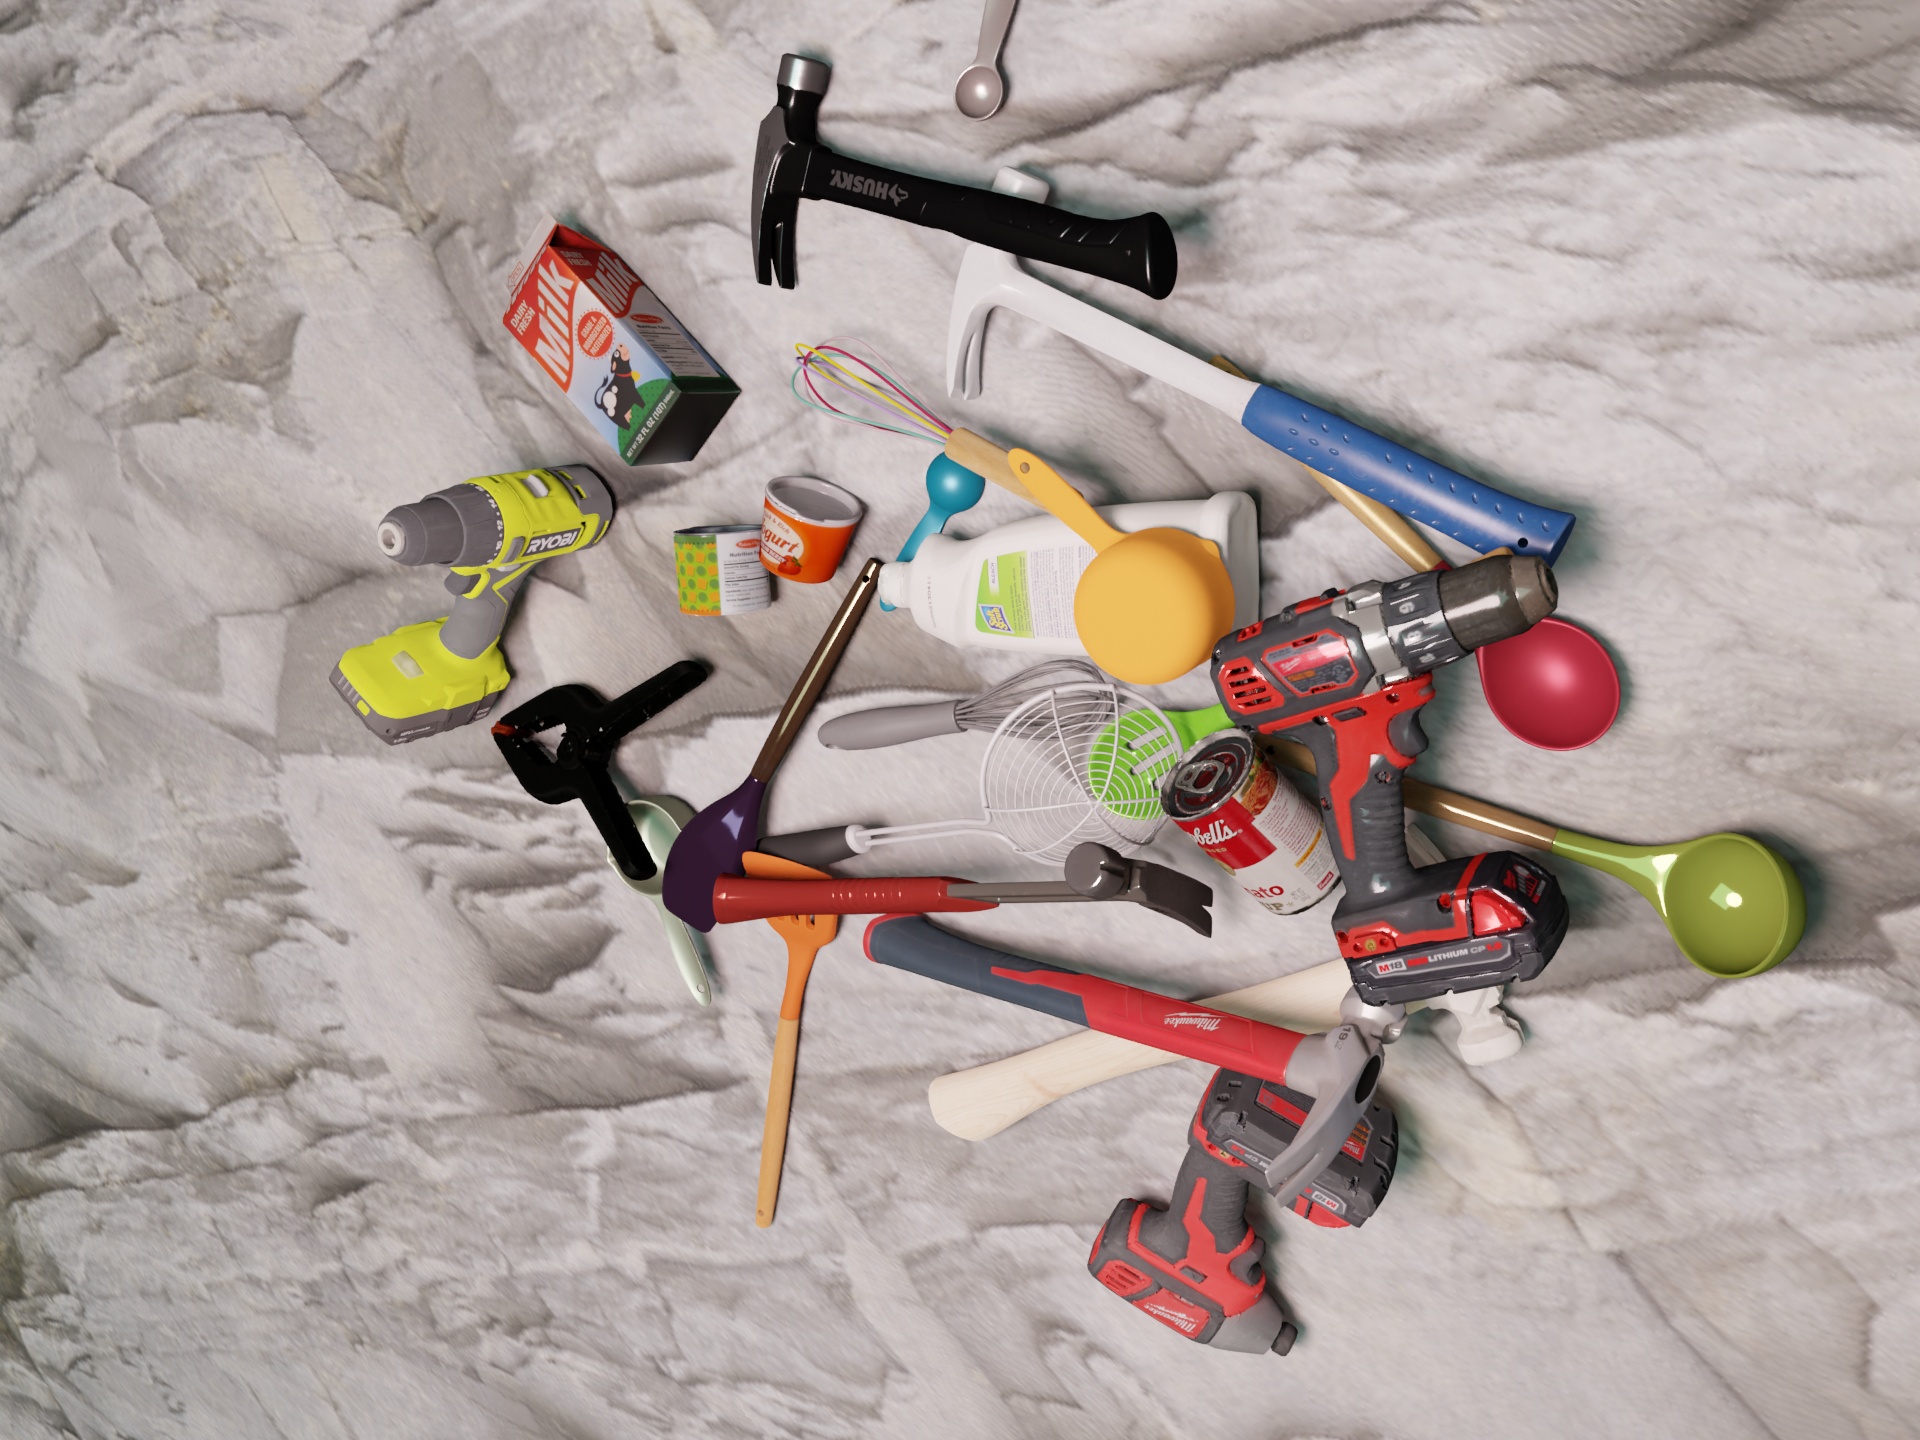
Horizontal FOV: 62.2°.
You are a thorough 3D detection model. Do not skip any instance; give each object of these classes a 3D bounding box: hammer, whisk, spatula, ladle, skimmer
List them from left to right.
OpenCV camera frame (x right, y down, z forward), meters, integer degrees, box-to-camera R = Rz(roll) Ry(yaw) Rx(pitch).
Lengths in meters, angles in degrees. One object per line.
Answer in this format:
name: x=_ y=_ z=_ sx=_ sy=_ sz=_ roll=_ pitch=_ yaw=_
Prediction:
spatula: x=-0.135 y=0.019 z=1.146 sx=0.060 sy=0.018 sz=0.316 roll=33 pitch=108 yaw=7
spatula: x=-0.137 y=0.248 z=1.202 sx=0.081 sy=0.041 sz=0.322 roll=15 pitch=108 yaw=20
whisk: x=-0.021 y=-0.188 z=1.017 sx=0.245 sy=0.051 sz=0.047 roll=34 pitch=148 yaw=28
hammer: x=-0.019 y=0.117 z=1.051 sx=0.359 sy=0.149 sz=0.037 roll=-6 pitch=70 yaw=35
skimmer: x=-0.014 y=0.055 z=1.077 sx=0.363 sy=0.090 sz=0.127 roll=-12 pitch=123 yaw=46
hammer: x=-0.008 y=-0.310 z=0.980 sx=0.335 sy=0.035 sz=0.146 roll=27 pitch=111 yaw=34
whisk: x=-0.002 y=-0.003 z=1.075 sx=0.239 sy=0.055 sz=0.055 roll=-9 pitch=97 yaw=33
hammer: x=0.074 y=0.188 z=1.003 sx=0.386 sy=0.143 sz=0.038 roll=8 pitch=134 yaw=41
hammer: x=0.144 y=0.196 z=1.044 sx=0.410 sy=0.038 sz=0.146 roll=-23 pitch=88 yaw=30
hammer: x=0.160 y=-0.185 z=0.935 sx=0.406 sy=0.035 sz=0.144 roll=32 pitch=114 yaw=23
ladle: x=0.256 y=-0.105 z=0.927 sx=0.315 sy=0.031 sz=0.069 roll=47 pitch=108 yaw=14
ladle: x=0.313 y=0.063 z=0.916 sx=0.320 sy=0.062 sz=0.078 roll=20 pitch=106 yaw=26

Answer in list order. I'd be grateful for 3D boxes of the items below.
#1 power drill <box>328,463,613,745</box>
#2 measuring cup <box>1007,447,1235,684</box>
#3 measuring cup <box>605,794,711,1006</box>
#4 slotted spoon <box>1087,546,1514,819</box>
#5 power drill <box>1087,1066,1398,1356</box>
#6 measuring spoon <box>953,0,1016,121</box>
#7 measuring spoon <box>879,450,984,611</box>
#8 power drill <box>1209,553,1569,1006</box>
power drill: x=-0.376 y=-0.089 z=1.175 sx=0.080 sy=0.190 sz=0.228 roll=46 pitch=122 yaw=12
measuring cup: x=0.080 y=-0.094 z=0.927 sx=0.174 sy=0.052 sz=0.095 roll=45 pitch=125 yaw=8
measuring cup: x=-0.215 y=0.136 z=1.223 sx=0.083 sy=0.038 sz=0.167 roll=-18 pitch=94 yaw=30
slotted spoon: x=0.194 y=-0.021 z=0.945 sx=0.313 sy=0.031 sz=0.070 roll=-34 pitch=86 yaw=41
power drill: x=0.181 y=0.317 z=1.009 sx=0.143 sy=0.078 sz=0.219 roll=29 pitch=127 yaw=9
measuring spoon: x=0.026 y=-0.435 z=0.989 sx=0.034 sy=0.018 sz=0.124 roll=20 pitch=103 yaw=23
measuring spoon: x=-0.027 y=-0.125 z=1.075 sx=0.042 sy=0.021 sz=0.128 roll=38 pitch=116 yaw=16
power drill: x=0.257 y=0.028 z=0.864 sx=0.188 sy=0.080 sz=0.226 roll=-19 pitch=97 yaw=34
